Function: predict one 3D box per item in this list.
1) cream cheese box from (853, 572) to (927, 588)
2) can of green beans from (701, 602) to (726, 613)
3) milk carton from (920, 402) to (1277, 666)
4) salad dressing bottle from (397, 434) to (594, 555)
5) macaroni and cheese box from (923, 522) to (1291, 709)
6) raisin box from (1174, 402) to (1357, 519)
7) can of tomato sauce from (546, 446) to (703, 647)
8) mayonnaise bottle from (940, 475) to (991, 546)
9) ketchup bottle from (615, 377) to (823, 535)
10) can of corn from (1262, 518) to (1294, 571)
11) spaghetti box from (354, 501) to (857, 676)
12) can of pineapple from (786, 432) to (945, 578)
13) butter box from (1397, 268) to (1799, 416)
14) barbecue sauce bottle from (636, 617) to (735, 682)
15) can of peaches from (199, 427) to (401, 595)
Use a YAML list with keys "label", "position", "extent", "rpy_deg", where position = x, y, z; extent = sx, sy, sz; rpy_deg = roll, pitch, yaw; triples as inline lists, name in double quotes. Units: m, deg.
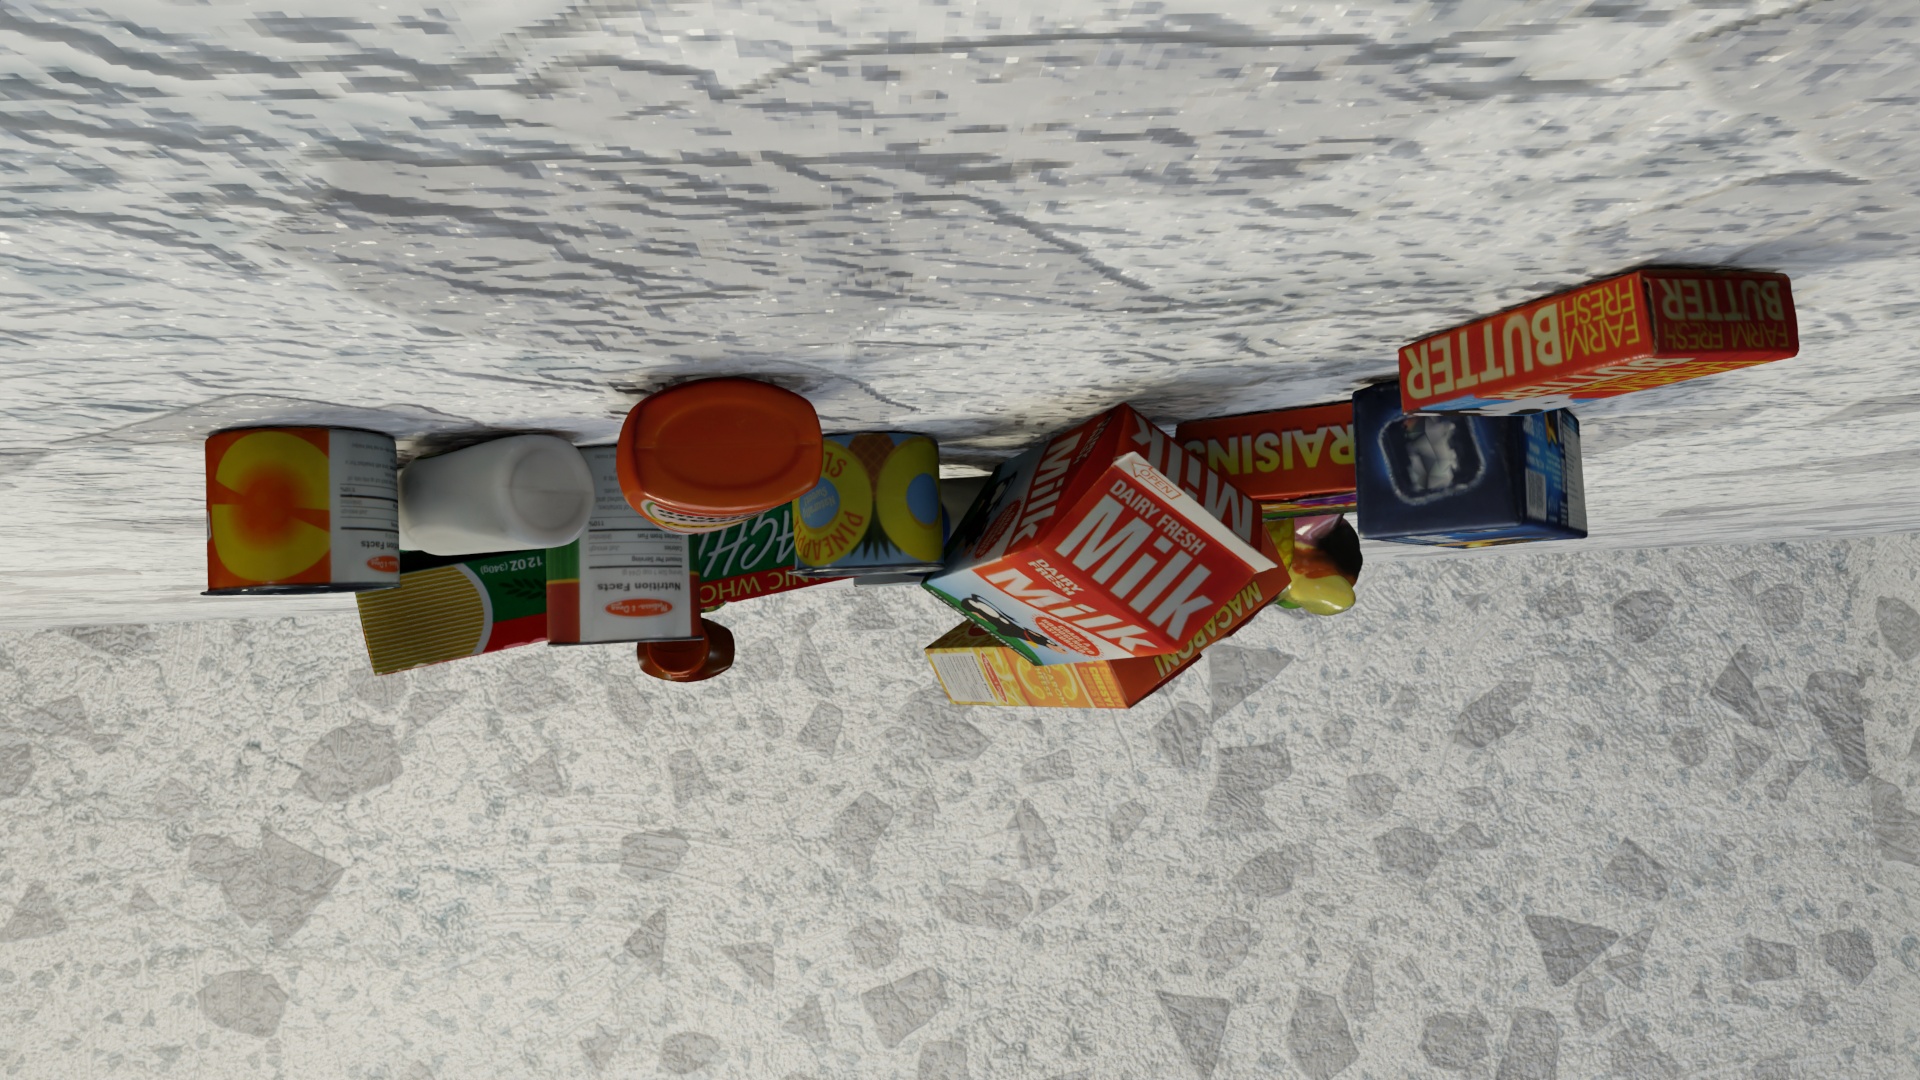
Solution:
- label: "cream cheese box"
  position: [-0.023, 0.004, 0.956]
  extent: [0.104, 0.053, 0.024]
  rpy_deg: [-3, 174, 1]
- label: "can of green beans"
  position: [-0.191, 0.018, 0.940]
  extent: [0.057, 0.071, 0.071]
  rpy_deg: [-7, 175, 41]
- label: "milk carton"
  position: [0.056, 0.001, 0.579]
  extent: [0.072, 0.073, 0.190]
  rpy_deg: [36, 163, -12]
- label: "salad dressing bottle"
  position: [-0.213, -0.016, 0.577]
  extent: [0.147, 0.044, 0.064]
  rpy_deg: [-4, 177, 40]
- label: "macaroni and cheese box"
  position: [0.075, 0.042, 0.739]
  extent: [0.124, 0.040, 0.166]
  rpy_deg: [-32, -168, -29]
- label: "raisin box"
  position: [0.159, -0.033, 0.631]
  extent: [0.086, 0.040, 0.123]
  rpy_deg: [-4, 176, 30]
- label: "can of tomato sauce"
  position: [-0.149, 0.004, 0.610]
  extent: [0.071, 0.083, 0.071]
  rpy_deg: [-3, 176, 0]
- label: "mayonnaise bottle"
  position: [0.003, -0.009, 0.710]
  extent: [0.065, 0.041, 0.148]
  rpy_deg: [25, -161, 33]
- label: "ketchup bottle"
  position: [-0.094, -0.026, 0.505]
  extent: [0.065, 0.043, 0.148]
  rpy_deg: [-2, 177, -17]
- label: "can of corn"
  position: [0.156, -0.008, 0.804]
  extent: [0.058, 0.071, 0.071]
  rpy_deg: [-4, 176, -4]
- label: "spaghetti box"
  position: [-0.156, 0.012, 0.668]
  extent: [0.251, 0.050, 0.029]
  rpy_deg: [-11, -153, -20]
- label: "can of pineapple"
  position: [-0.042, -0.014, 0.608]
  extent: [0.071, 0.058, 0.071]
  rpy_deg: [-3, 176, 0]
- label: "butter box"
  position: [0.181, -0.055, 0.406]
  extent: [0.053, 0.024, 0.103]
  rpy_deg: [-2, 177, -19]
- label: "barbecue sauce bottle"
  position: [-0.180, 0.070, 0.901]
  extent: [0.065, 0.043, 0.148]
  rpy_deg: [-3, 174, -9]
- label: "can of peaches"
  position: [-0.248, -0.009, 0.519]
  extent: [0.071, 0.058, 0.071]
  rpy_deg: [-3, 177, 0]
